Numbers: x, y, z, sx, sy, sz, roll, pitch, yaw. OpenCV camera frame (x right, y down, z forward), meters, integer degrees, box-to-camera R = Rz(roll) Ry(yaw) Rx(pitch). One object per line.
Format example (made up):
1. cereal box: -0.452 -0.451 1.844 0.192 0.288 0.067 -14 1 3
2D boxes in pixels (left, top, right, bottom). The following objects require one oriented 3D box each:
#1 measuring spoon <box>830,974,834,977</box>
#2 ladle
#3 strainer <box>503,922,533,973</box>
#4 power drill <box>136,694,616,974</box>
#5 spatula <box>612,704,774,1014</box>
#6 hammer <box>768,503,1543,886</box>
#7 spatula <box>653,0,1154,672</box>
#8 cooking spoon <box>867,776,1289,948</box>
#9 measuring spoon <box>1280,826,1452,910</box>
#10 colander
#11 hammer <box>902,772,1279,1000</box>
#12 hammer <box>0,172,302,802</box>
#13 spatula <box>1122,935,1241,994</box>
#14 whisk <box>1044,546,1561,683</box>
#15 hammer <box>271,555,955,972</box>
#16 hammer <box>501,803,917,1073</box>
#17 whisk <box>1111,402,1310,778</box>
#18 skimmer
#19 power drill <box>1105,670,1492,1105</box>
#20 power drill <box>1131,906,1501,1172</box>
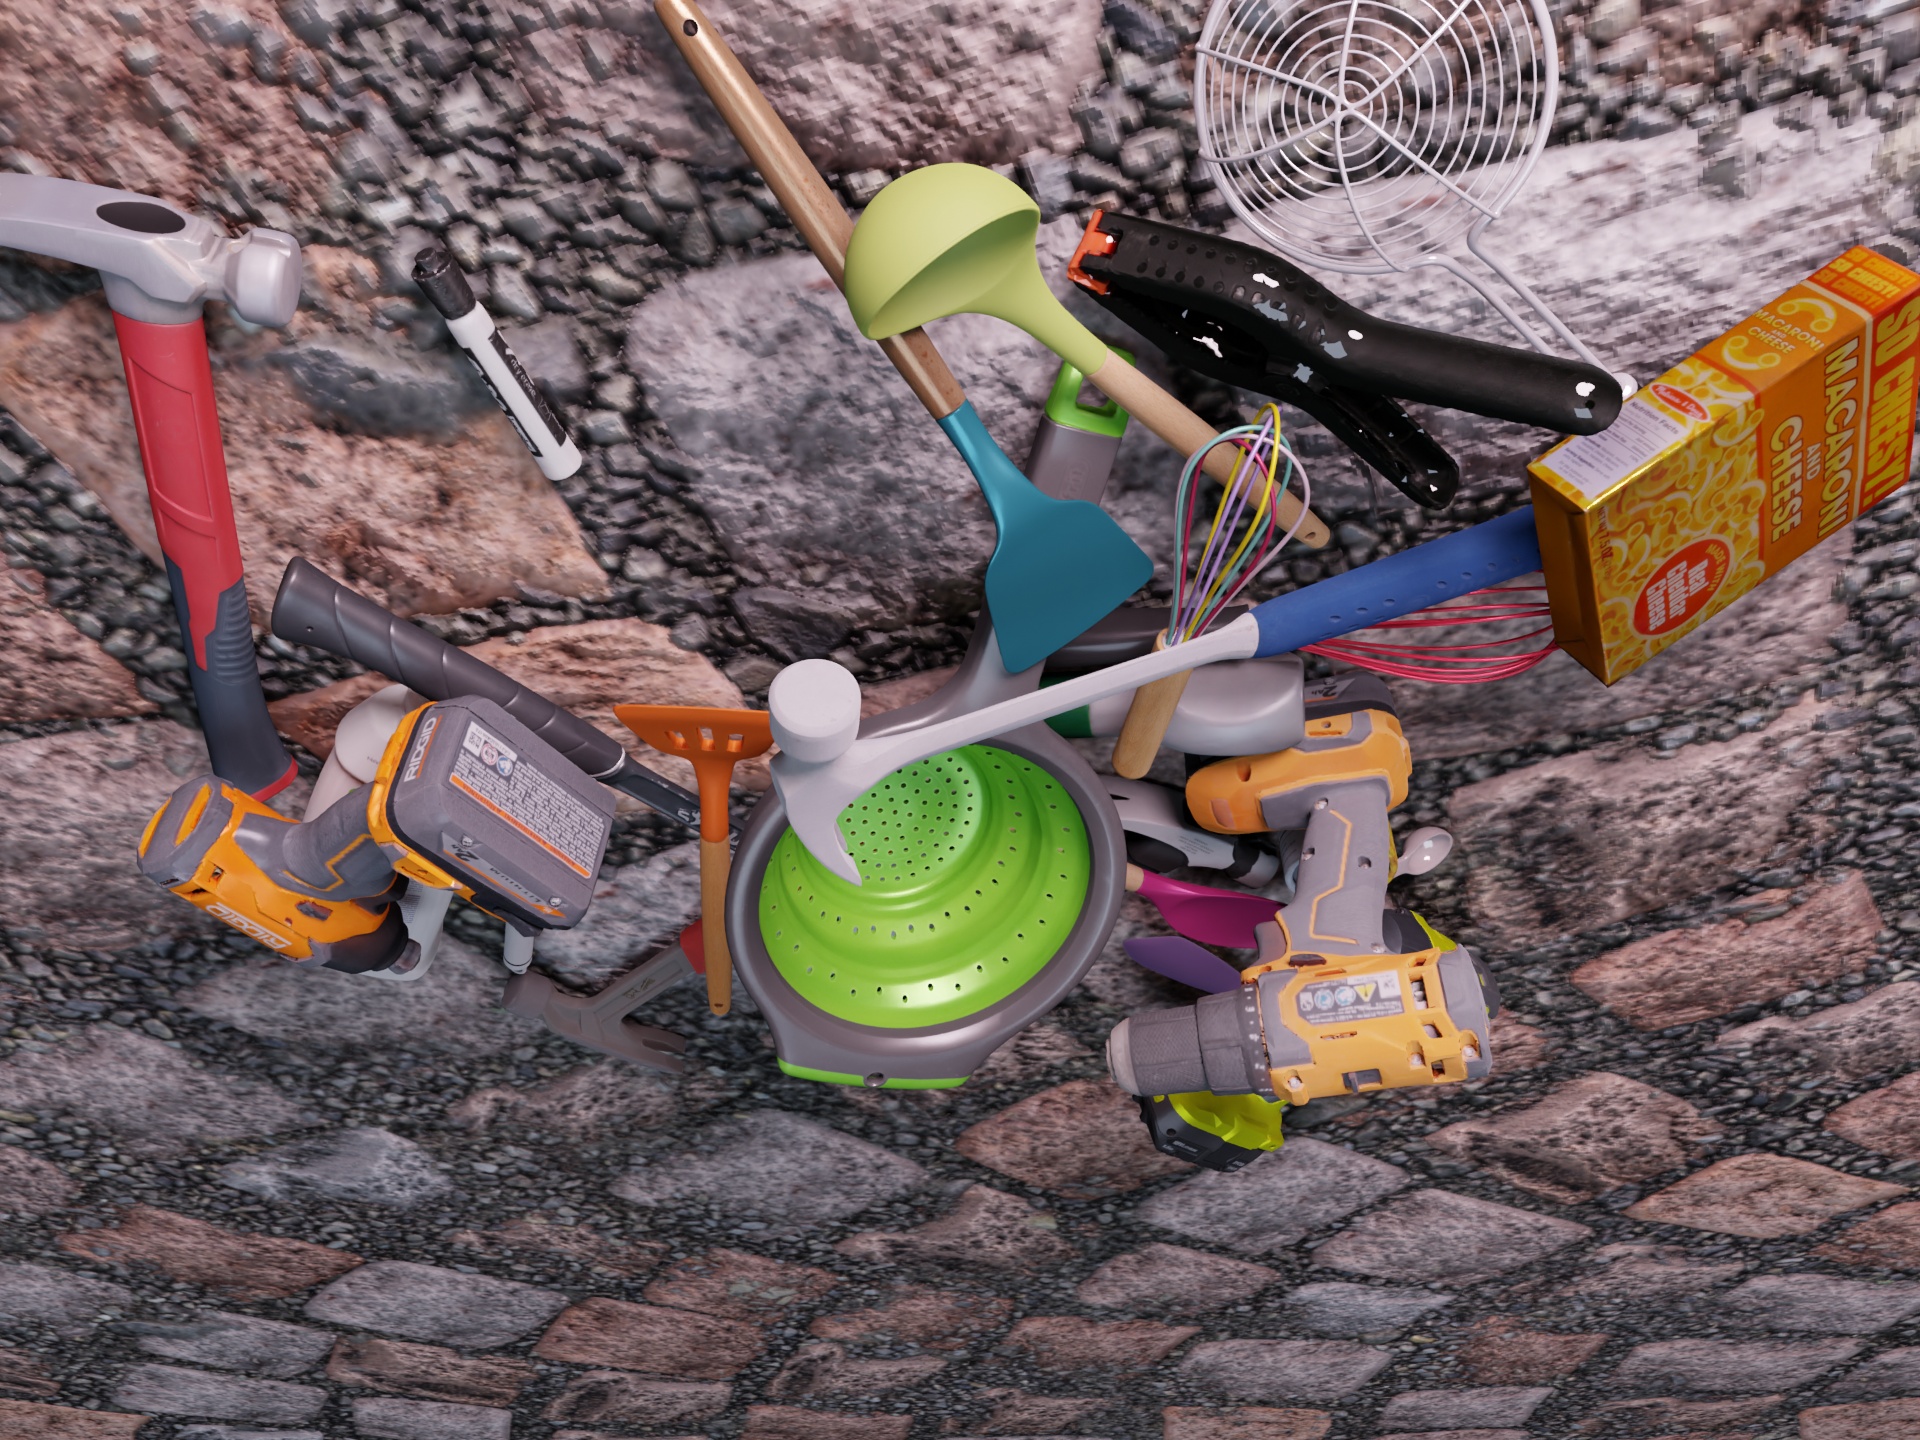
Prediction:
1. measuring spoon: -0.083 0.156 1.047 0.042 0.021 0.128 -36 161 32
2. ladle: 0.074 -0.129 0.661 0.078 0.062 0.319 -34 142 28
3. strainer: -0.273 0.103 0.995 0.087 0.050 0.258 22 142 -2
4. power drill: -0.291 0.075 0.826 0.226 0.084 0.164 -16 138 29
5. spatula: -0.133 0.081 0.855 0.081 0.041 0.322 3 140 -5
6. hammer: 0.112 -0.031 0.684 0.405 0.035 0.144 -19 152 -15
7. spatula: -0.022 -0.148 0.643 0.082 0.044 0.317 -36 116 2
8. cooking spoon: 0.084 0.086 0.936 0.318 0.017 0.068 21 142 -28
9. measuring spoon: 0.244 0.093 0.973 0.124 0.018 0.034 -21 136 -12
10. colander: -0.001 -0.003 0.792 0.204 0.095 0.397 9 113 -20
11. hammer: 0.037 0.136 1.043 0.146 0.035 0.334 26 135 -30
12. hammer: -0.380 -0.082 0.763 0.143 0.038 0.386 9 140 -10
13. spatula: 0.208 0.202 1.116 0.060 0.018 0.315 -11 149 36
14. whisk: 0.164 -0.048 0.796 0.296 0.073 0.073 -3 142 12
15. hammer: -0.175 0.029 0.850 0.149 0.036 0.408 -32 131 33
16. hammer: -0.149 0.143 1.048 0.149 0.037 0.359 29 133 -32
17. whisk: 0.105 -0.047 0.730 0.051 0.047 0.244 -16 148 -22
18. skimmer: 0.234 -0.182 0.651 0.127 0.090 0.363 -27 145 36
19. power drill: 0.164 0.094 0.836 0.185 0.226 0.084 -12 140 14
20. power drill: 0.224 0.205 1.047 0.223 0.080 0.171 -38 138 22
